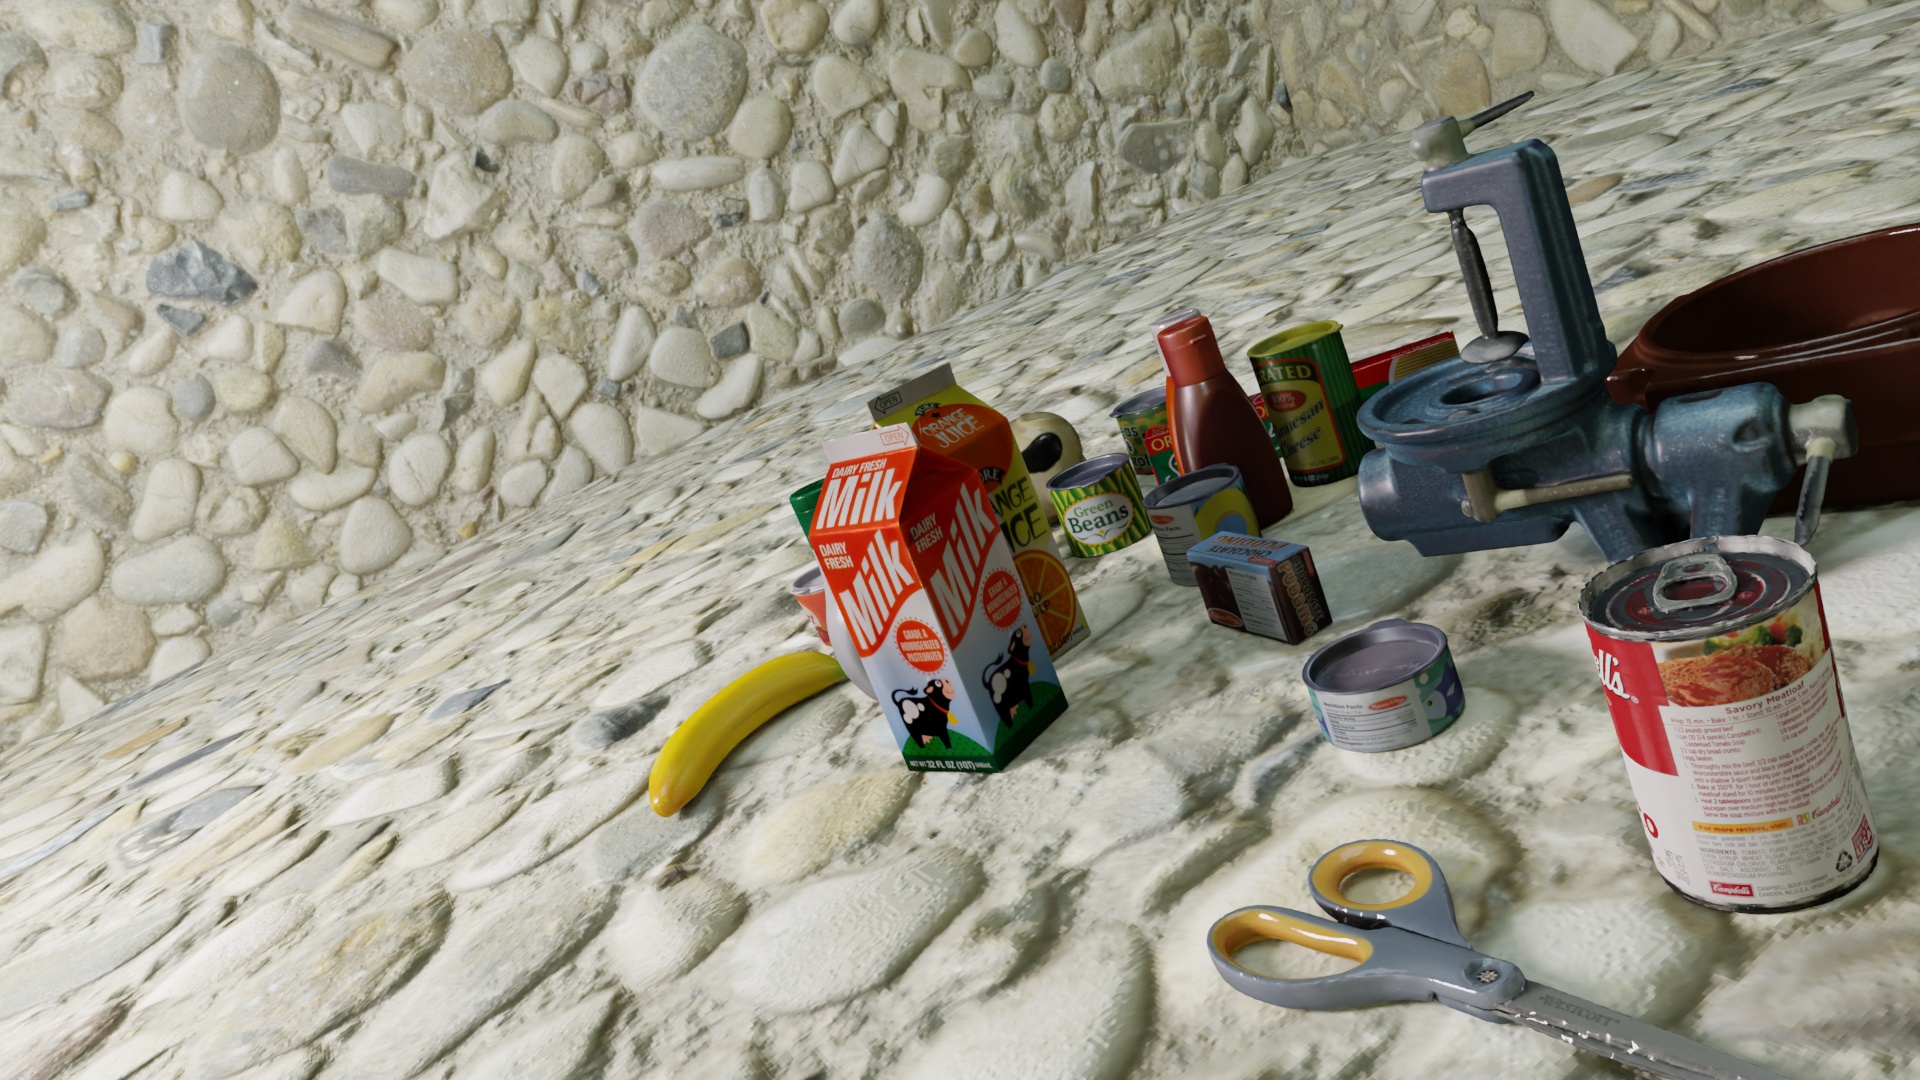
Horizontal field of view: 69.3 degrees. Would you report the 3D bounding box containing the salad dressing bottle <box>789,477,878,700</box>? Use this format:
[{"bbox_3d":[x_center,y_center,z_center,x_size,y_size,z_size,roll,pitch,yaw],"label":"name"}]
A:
[{"bbox_3d":[-0.066,0.031,0.906,0.064,0.147,0.044,-31,16,-31],"label":"salad dressing bottle"}]

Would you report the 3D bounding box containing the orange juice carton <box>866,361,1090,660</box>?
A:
[{"bbox_3d":[0.003,-0.011,0.865,0.072,0.192,0.073,-32,17,-33],"label":"orange juice carton"}]

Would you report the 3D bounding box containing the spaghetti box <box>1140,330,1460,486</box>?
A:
[{"bbox_3d":[0.266,-0.098,1.083,0.250,0.050,0.029,-18,15,16],"label":"spaghetti box"}]

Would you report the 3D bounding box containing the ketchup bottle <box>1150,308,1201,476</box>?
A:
[{"bbox_3d":[0.175,-0.090,0.987,0.065,0.148,0.043,-21,14,5],"label":"ketchup bottle"}]

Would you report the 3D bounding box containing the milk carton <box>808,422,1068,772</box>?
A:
[{"bbox_3d":[-0.017,0.028,0.760,0.072,0.190,0.074,-9,19,43],"label":"milk carton"}]

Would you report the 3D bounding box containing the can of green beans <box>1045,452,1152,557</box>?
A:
[{"bbox_3d":[0.105,-0.027,1.044,0.071,0.057,0.071,-21,14,6],"label":"can of green beans"}]

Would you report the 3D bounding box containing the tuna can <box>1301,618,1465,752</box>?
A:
[{"bbox_3d":[0.193,0.065,0.634,0.071,0.032,0.071,-21,14,6],"label":"tuna can"}]

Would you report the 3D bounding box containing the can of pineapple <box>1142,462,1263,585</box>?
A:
[{"bbox_3d":[0.161,-0.011,0.906,0.071,0.057,0.071,-21,14,6],"label":"can of pineapple"}]

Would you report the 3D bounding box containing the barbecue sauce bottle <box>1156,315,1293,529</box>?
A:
[{"bbox_3d":[0.175,-0.077,0.944,0.065,0.148,0.044,-25,14,-12],"label":"barbecue sauce bottle"}]

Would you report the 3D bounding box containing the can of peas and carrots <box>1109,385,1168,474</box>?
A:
[{"bbox_3d":[0.170,-0.095,1.194,0.071,0.058,0.071,-21,14,6],"label":"can of peas and carrots"}]

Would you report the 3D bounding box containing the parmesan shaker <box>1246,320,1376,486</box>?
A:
[{"bbox_3d":[0.255,-0.098,0.993,0.071,0.103,0.071,-21,14,6],"label":"parmesan shaker"}]

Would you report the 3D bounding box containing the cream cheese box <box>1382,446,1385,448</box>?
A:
[{"bbox_3d":[0.296,-0.034,0.803,0.024,0.053,0.104,-29,16,-25],"label":"cream cheese box"}]

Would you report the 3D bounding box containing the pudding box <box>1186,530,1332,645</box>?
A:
[{"bbox_3d":[0.167,0.025,0.783,0.030,0.049,0.083,-27,15,-19],"label":"pudding box"}]

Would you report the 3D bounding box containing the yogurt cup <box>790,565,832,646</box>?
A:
[{"bbox_3d":[-0.090,0.046,1.073,0.072,0.054,0.072,-21,14,6],"label":"yogurt cup"}]
